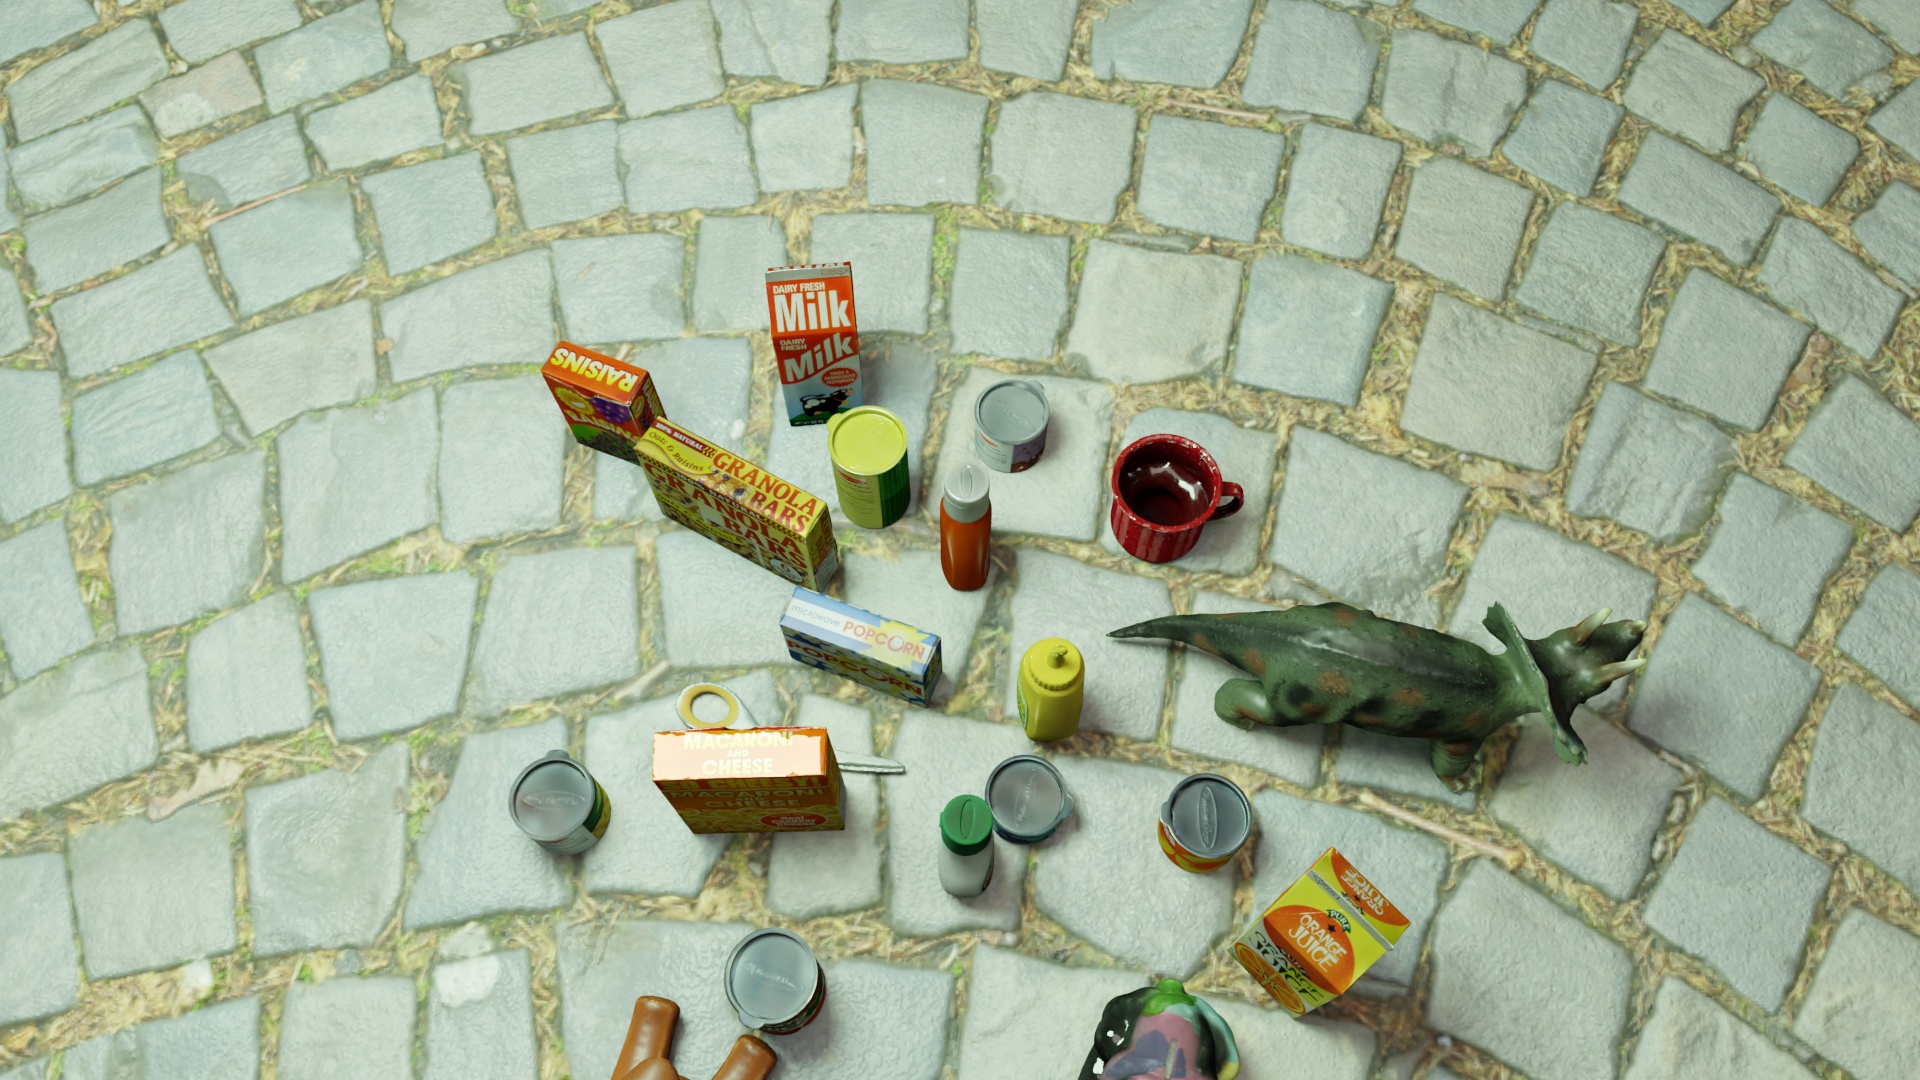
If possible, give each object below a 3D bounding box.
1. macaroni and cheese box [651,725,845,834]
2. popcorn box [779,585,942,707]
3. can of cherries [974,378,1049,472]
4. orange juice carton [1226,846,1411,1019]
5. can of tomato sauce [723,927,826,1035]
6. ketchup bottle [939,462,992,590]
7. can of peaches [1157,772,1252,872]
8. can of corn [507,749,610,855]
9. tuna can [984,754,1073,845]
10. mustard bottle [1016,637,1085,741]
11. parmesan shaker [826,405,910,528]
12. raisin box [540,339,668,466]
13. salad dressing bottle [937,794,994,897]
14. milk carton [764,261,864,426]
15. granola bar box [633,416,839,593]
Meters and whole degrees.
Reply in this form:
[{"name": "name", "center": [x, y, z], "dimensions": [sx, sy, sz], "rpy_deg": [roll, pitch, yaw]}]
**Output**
[{"name": "macaroni and cheese box", "center": [-0.154, 0.182, 1.042], "dimensions": [0.124, 0.165, 0.040], "rpy_deg": [-2, 65, -1]}, {"name": "popcorn box", "center": [-0.080, 0.087, 1.132], "dimensions": [0.127, 0.085, 0.038], "rpy_deg": [19, 66, 9]}, {"name": "can of cherries", "center": [0.047, -0.103, 1.238], "dimensions": [0.071, 0.058, 0.072], "rpy_deg": [0, 65, 0]}, {"name": "orange juice carton", "center": [0.254, 0.277, 0.983], "dimensions": [0.073, 0.192, 0.072], "rpy_deg": [-39, 71, -16]}, {"name": "can of tomato sauce", "center": [-0.134, 0.327, 1.019], "dimensions": [0.071, 0.082, 0.071], "rpy_deg": [0, 65, 0]}, {"name": "ketchup bottle", "center": [0.004, -0.014, 1.146], "dimensions": [0.043, 0.148, 0.065], "rpy_deg": [-3, 65, -1]}, {"name": "can of peaches", "center": [0.187, 0.221, 1.084], "dimensions": [0.071, 0.057, 0.071], "rpy_deg": [0, 65, 0]}, {"name": "can of corn", "center": [-0.313, 0.206, 1.090], "dimensions": [0.071, 0.058, 0.071], "rpy_deg": [0, 65, 0]}, {"name": "tuna can", "center": [0.054, 0.207, 1.104], "dimensions": [0.071, 0.032, 0.071], "rpy_deg": [0, 65, 0]}, {"name": "mustard bottle", "center": [0.070, 0.109, 1.081], "dimensions": [0.049, 0.159, 0.065], "rpy_deg": [-7, 65, -3]}, {"name": "parmesan shaker", "center": [-0.079, -0.063, 1.194], "dimensions": [0.071, 0.102, 0.071], "rpy_deg": [0, 65, 0]}, {"name": "raisin box", "center": [-0.304, -0.115, 1.208], "dimensions": [0.086, 0.123, 0.040], "rpy_deg": [21, 67, 10]}, {"name": "salad dressing bottle", "center": [0.004, 0.225, 1.032], "dimensions": [0.044, 0.147, 0.064], "rpy_deg": [5, 65, 3]}, {"name": "milk carton", "center": [-0.124, -0.179, 1.201], "dimensions": [0.072, 0.189, 0.074], "rpy_deg": [-6, 65, -3]}, {"name": "granola bar box", "center": [-0.184, -0.027, 1.166], "dimensions": [0.166, 0.123, 0.039], "rpy_deg": [27, 68, 12]}]
